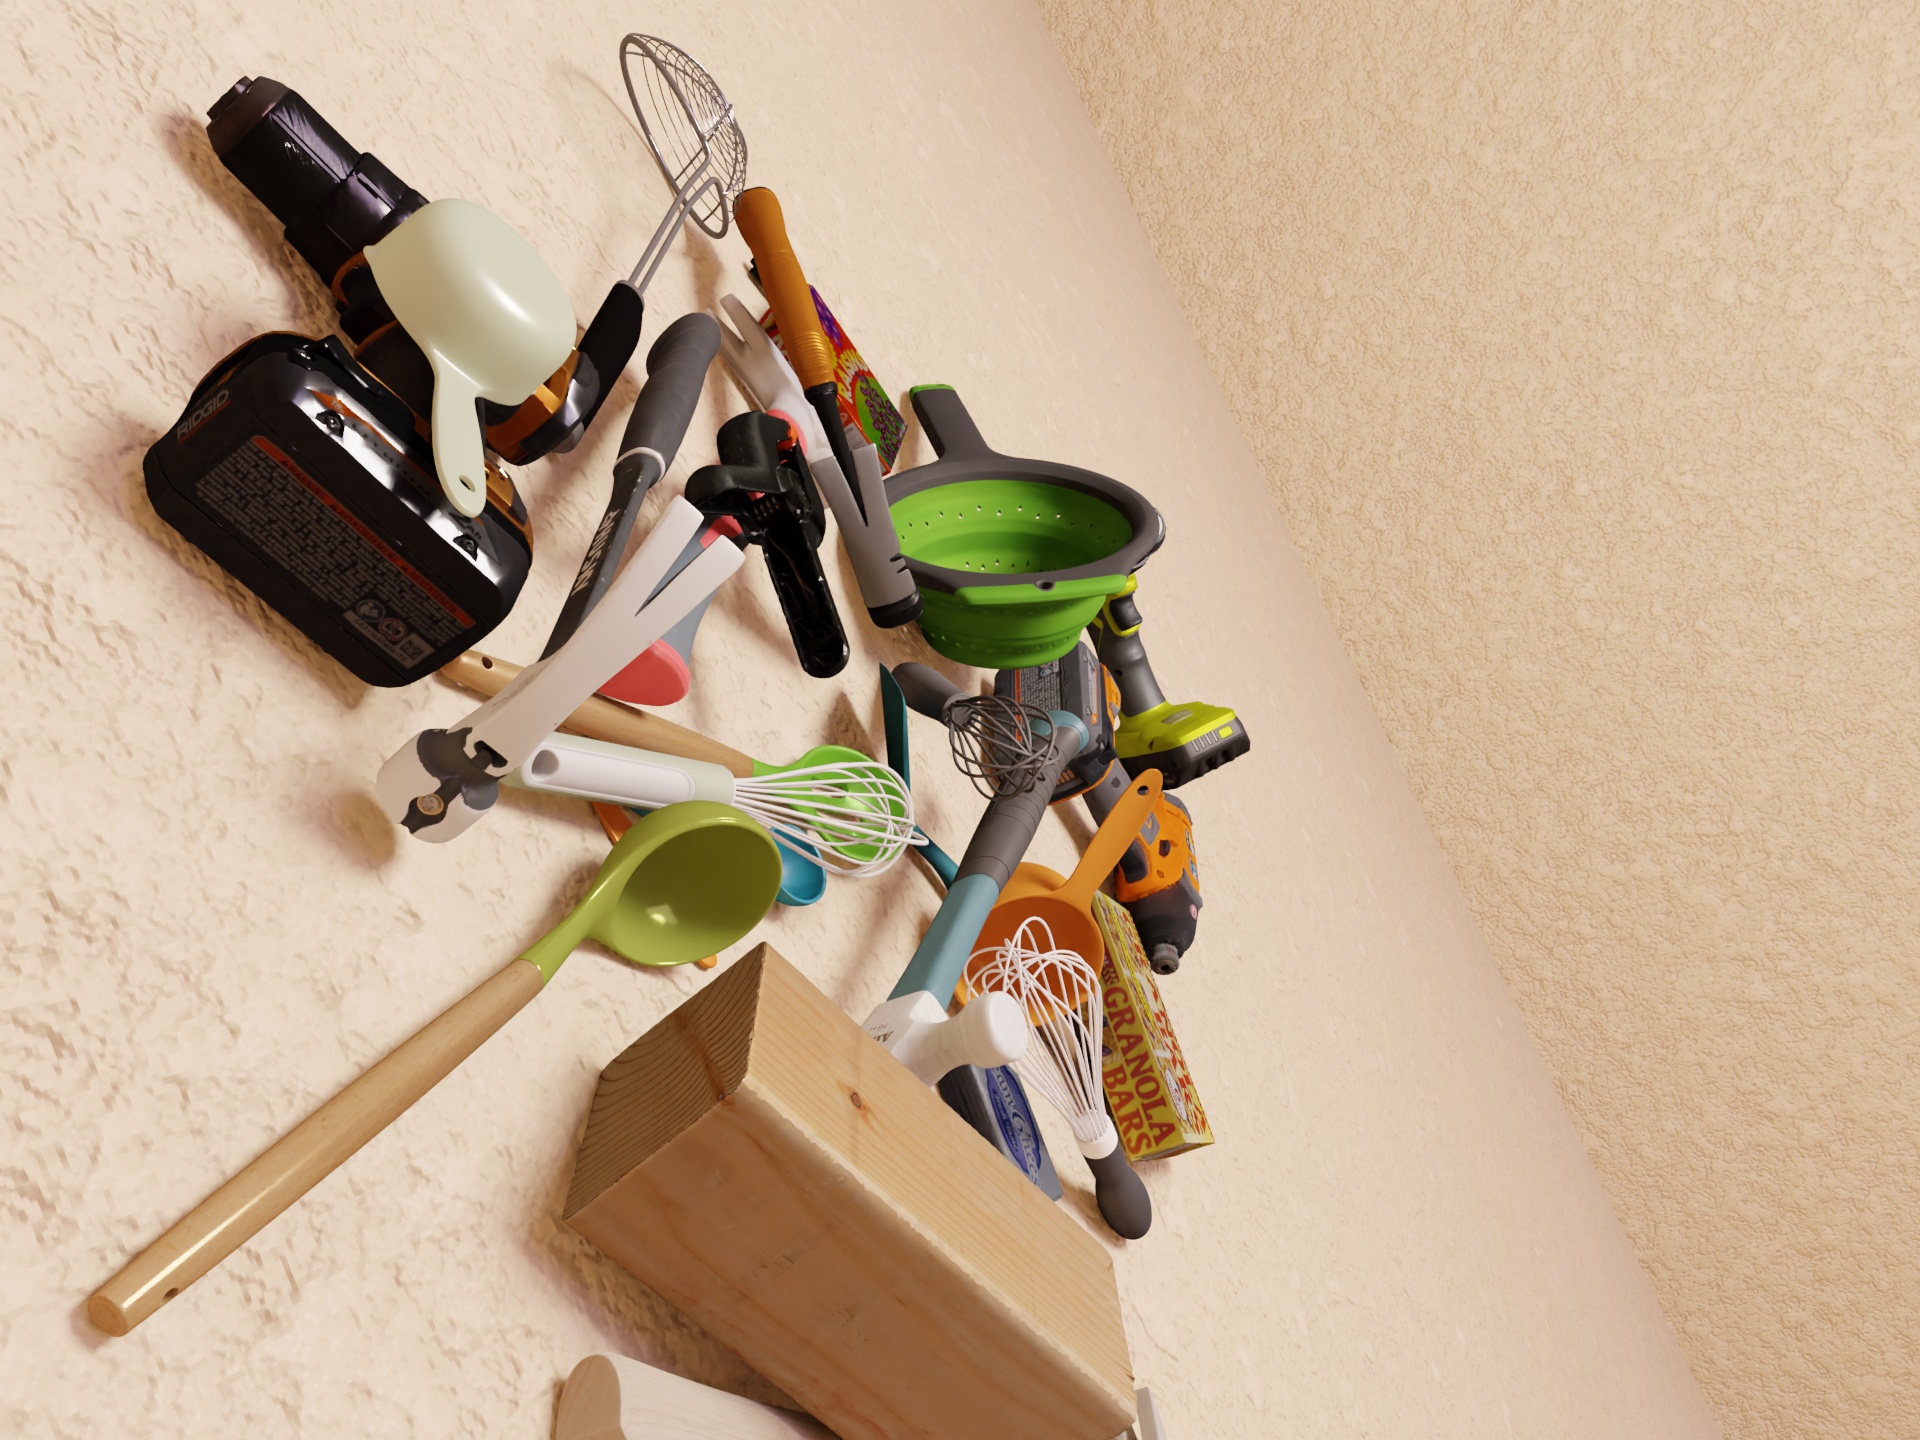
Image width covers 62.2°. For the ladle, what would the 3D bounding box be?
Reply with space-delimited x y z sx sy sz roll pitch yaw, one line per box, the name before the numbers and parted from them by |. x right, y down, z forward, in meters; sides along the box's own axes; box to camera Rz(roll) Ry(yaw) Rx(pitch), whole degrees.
ladle | -0.153 0.106 0.541 0.062 0.078 0.320 29 26 8

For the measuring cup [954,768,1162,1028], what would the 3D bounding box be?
measuring cup | 0.055 0.089 0.885 0.095 0.173 0.052 28 14 -22

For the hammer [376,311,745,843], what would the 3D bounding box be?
hammer | -0.140 -0.107 0.693 0.036 0.149 0.409 44 20 -23

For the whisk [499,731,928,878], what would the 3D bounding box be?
whisk | -0.102 0.034 0.706 0.246 0.059 0.058 15 93 -49

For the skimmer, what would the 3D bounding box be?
skimmer | -0.194 -0.265 0.892 0.127 0.090 0.364 72 22 -43

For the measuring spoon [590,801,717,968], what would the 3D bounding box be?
measuring spoon | -0.135 0.058 0.689 0.117 0.011 0.021 59 22 -12

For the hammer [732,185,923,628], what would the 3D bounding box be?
hammer | -0.089 -0.212 0.927 0.127 0.034 0.337 72 -2 -53

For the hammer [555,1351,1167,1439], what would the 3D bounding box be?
hammer | -0.009 0.314 0.658 0.410 0.038 0.146 42 28 -42

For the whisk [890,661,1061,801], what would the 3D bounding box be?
whisk | -0.001 -0.002 0.902 0.055 0.055 0.239 55 -8 -20

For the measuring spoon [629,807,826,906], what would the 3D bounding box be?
measuring spoon | -0.115 0.057 0.743 0.128 0.021 0.042 30 41 -41

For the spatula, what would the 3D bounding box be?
spatula | 0.021 0.111 0.944 0.317 0.044 0.082 58 -3 -19

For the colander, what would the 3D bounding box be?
colander | 0.012 -0.139 1.137 0.398 0.204 0.094 -111 -161 -57

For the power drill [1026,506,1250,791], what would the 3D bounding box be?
power drill | 0.141 -0.063 1.265 0.228 0.080 0.190 66 -19 -3

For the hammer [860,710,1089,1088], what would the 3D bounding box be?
hammer | 0.012 0.080 0.810 0.033 0.128 0.331 58 29 -15

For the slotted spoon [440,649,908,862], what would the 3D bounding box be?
slotted spoon | -0.121 0.016 0.753 0.313 0.031 0.070 26 41 -54

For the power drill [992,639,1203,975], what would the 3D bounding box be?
power drill | 0.108 0.069 1.144 0.226 0.084 0.164 54 23 -33

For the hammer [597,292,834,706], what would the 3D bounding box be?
hammer | -0.132 -0.121 0.839 0.143 0.038 0.387 55 20 -19

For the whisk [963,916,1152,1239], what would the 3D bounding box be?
whisk | 0.066 0.206 0.861 0.070 0.070 0.284 -92 165 -47

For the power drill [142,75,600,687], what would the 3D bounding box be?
power drill | -0.231 -0.141 0.612 0.185 0.084 0.226 47 23 -32

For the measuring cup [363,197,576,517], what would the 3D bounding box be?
measuring cup | -0.168 -0.130 0.566 0.083 0.038 0.168 40 20 -40
